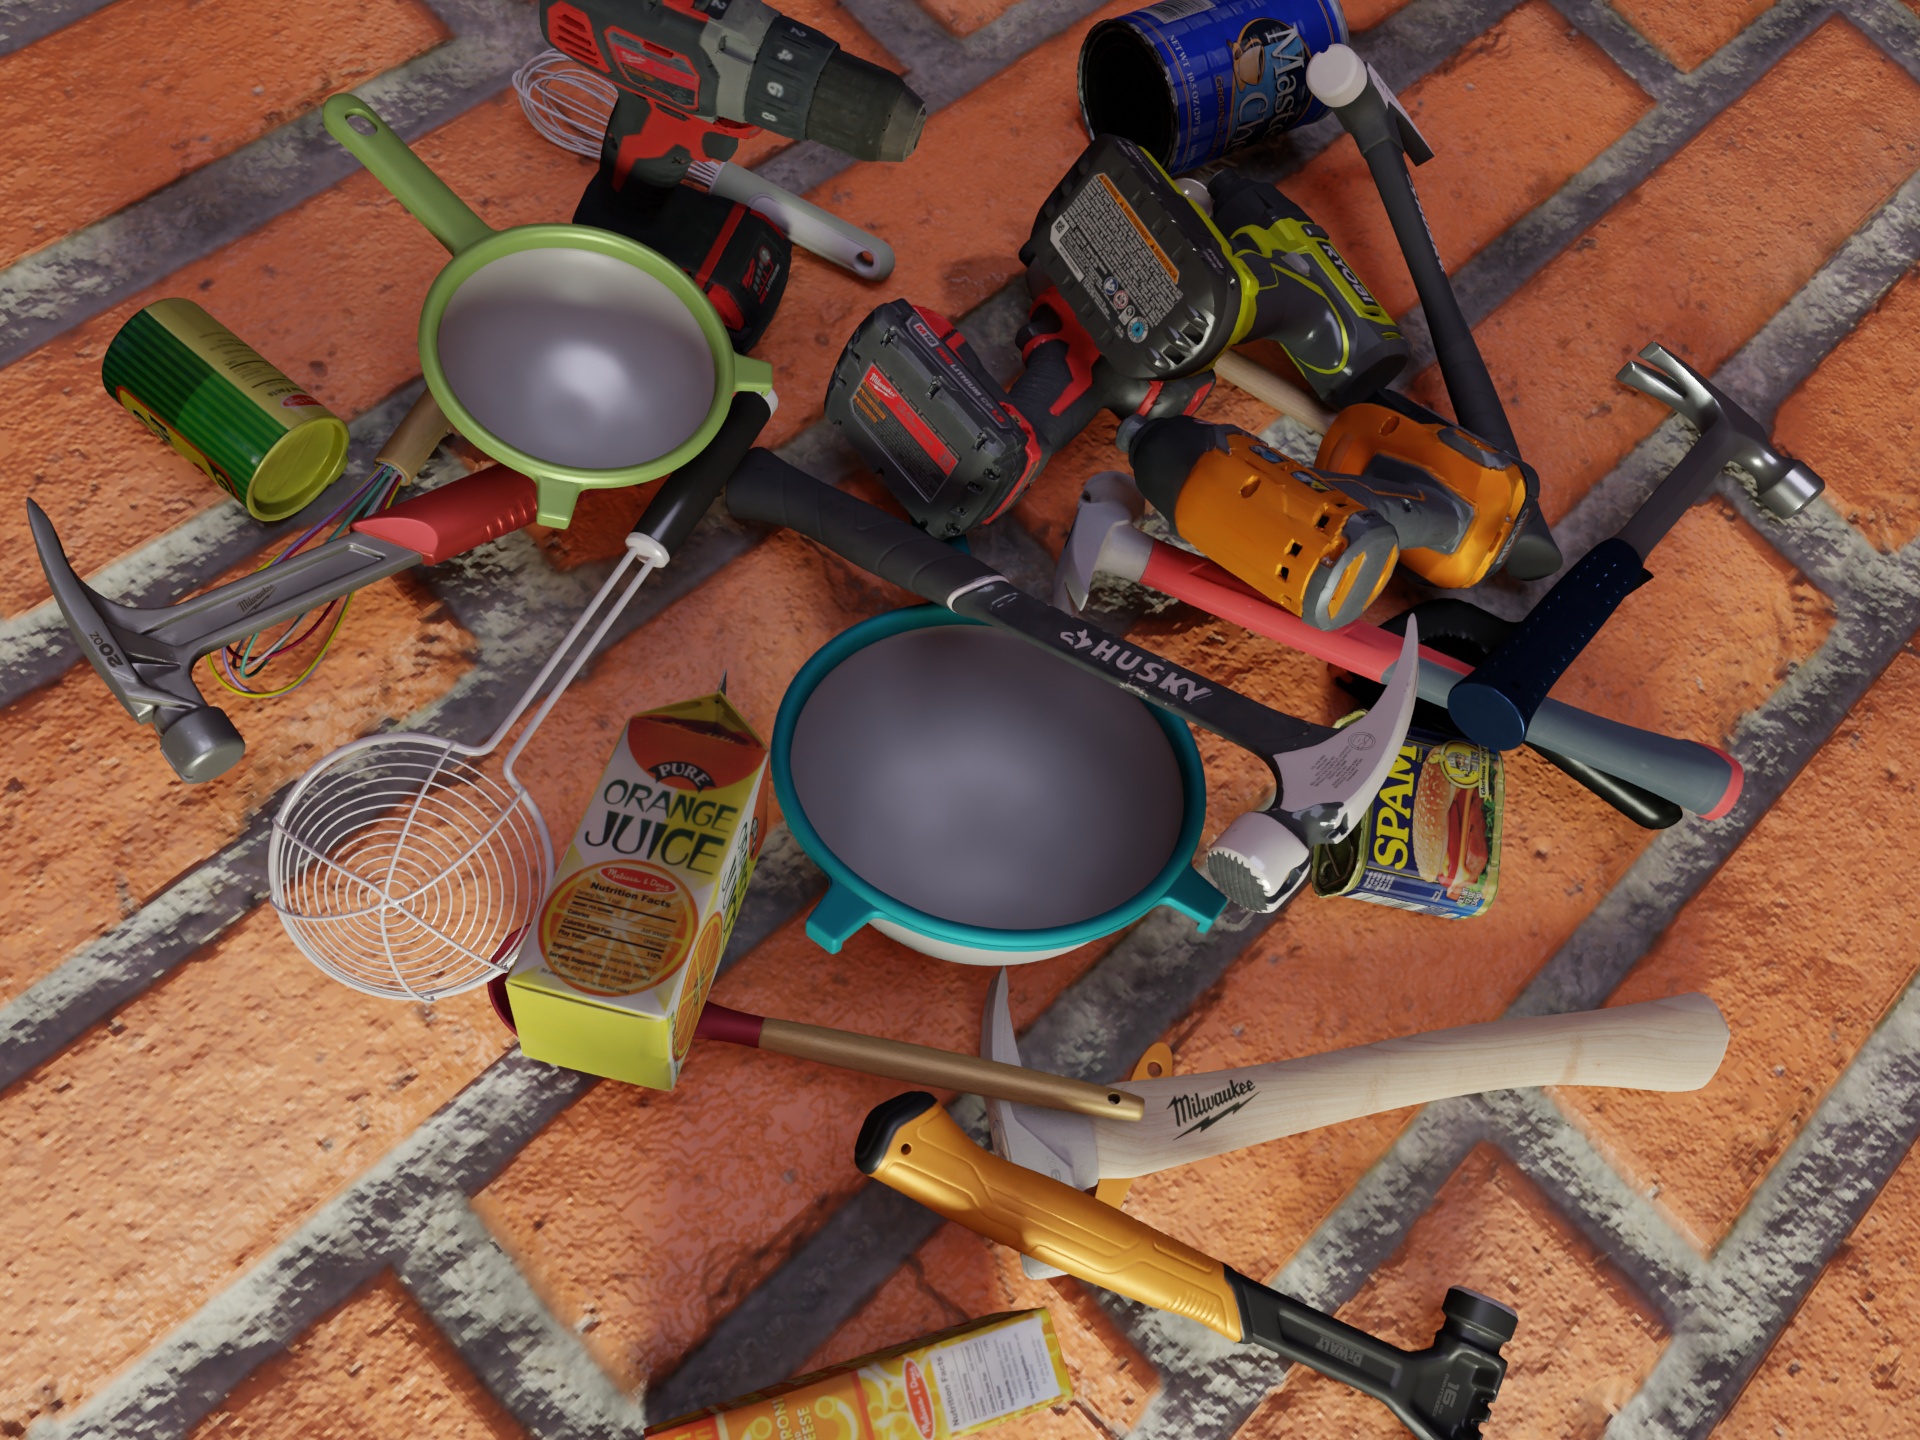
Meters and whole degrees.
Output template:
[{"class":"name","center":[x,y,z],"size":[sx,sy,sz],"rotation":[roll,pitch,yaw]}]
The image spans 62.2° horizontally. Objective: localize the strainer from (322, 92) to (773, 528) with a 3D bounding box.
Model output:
[{"class":"strainer","center":[-0.230,-0.205,0.798],"size":[0.256,0.069,0.151],"rotation":[45,59,5]}]

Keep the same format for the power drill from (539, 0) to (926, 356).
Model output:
[{"class":"power drill","center":[-0.122,-0.288,0.832],"size":[0.188,0.226,0.080],"rotation":[22,66,-3]}]

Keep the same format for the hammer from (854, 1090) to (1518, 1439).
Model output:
[{"class":"hammer","center":[0.100,0.263,0.721],"size":[0.336,0.034,0.127],"rotation":[29,75,-13]}]

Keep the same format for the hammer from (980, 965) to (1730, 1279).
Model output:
[{"class":"hammer","center":[0.212,0.175,0.821],"size":[0.410,0.038,0.146],"rotation":[-5,66,-16]}]

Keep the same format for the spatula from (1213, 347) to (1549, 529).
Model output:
[{"class":"spatula","center":[0.225,-0.187,0.981],"size":[0.316,0.018,0.060],"rotation":[30,61,-1]}]

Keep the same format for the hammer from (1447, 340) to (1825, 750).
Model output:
[{"class":"hammer","center":[0.379,-0.102,0.912],"size":[0.144,0.035,0.405],"rotation":[46,51,8]}]

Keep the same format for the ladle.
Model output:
[{"class":"ladle","center":[-0.069,0.152,0.754],"size":[0.315,0.031,0.069],"rotation":[11,59,3]}]

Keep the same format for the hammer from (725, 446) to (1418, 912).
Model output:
[{"class":"hammer","center":[0.026,-0.057,0.759],"size":[0.409,0.036,0.149],"rotation":[30,62,36]}]

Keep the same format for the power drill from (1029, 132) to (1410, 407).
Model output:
[{"class":"power drill","center":[0.150,-0.262,0.917],"size":[0.223,0.080,0.171],"rotation":[-11,63,-48]}]

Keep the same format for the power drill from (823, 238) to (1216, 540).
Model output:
[{"class":"power drill","center":[0.036,-0.200,0.893],"size":[0.219,0.078,0.143],"rotation":[-33,79,-40]}]

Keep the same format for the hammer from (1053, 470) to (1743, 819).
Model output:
[{"class":"hammer","center":[0.235,-0.022,0.847],"size":[0.386,0.038,0.143],"rotation":[22,35,-2]}]

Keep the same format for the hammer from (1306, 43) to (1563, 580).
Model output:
[{"class":"hammer","center":[0.299,-0.244,0.977],"size":[0.146,0.035,0.335],"rotation":[2,69,-58]}]

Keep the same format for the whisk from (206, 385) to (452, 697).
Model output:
[{"class":"whisk","center":[-0.311,-0.116,0.827],"size":[0.047,0.051,0.245],"rotation":[23,63,4]}]

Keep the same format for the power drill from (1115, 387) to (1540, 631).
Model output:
[{"class":"power drill","center":[0.197,-0.126,0.862],"size":[0.226,0.084,0.164],"rotation":[-15,45,-45]}]

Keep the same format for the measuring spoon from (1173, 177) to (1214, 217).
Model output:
[{"class":"measuring spoon","center":[0.104,-0.310,1.008],"size":[0.124,0.018,0.034],"rotation":[-25,81,-13]}]

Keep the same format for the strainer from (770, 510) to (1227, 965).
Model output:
[{"class":"strainer","center":[-0.001,-0.003,0.833],"size":[0.211,0.095,0.341],"rotation":[-2,49,-12]}]

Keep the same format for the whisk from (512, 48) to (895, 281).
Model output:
[{"class":"whisk","center":[-0.150,-0.324,0.941],"size":[0.246,0.057,0.059],"rotation":[26,36,-5]}]

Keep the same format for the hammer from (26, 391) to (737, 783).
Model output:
[{"class":"hammer","center":[-0.258,-0.110,0.802],"size":[0.359,0.036,0.149],"rotation":[-32,80,-32]}]

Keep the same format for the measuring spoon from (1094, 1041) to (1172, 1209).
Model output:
[{"class":"measuring spoon","center":[0.082,0.215,0.799],"size":[0.021,0.011,0.117],"rotation":[26,62,-1]}]

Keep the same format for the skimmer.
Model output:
[{"class":"skimmer","center":[-0.196,-0.031,0.790],"size":[0.127,0.090,0.363],"rotation":[36,58,-12]}]
